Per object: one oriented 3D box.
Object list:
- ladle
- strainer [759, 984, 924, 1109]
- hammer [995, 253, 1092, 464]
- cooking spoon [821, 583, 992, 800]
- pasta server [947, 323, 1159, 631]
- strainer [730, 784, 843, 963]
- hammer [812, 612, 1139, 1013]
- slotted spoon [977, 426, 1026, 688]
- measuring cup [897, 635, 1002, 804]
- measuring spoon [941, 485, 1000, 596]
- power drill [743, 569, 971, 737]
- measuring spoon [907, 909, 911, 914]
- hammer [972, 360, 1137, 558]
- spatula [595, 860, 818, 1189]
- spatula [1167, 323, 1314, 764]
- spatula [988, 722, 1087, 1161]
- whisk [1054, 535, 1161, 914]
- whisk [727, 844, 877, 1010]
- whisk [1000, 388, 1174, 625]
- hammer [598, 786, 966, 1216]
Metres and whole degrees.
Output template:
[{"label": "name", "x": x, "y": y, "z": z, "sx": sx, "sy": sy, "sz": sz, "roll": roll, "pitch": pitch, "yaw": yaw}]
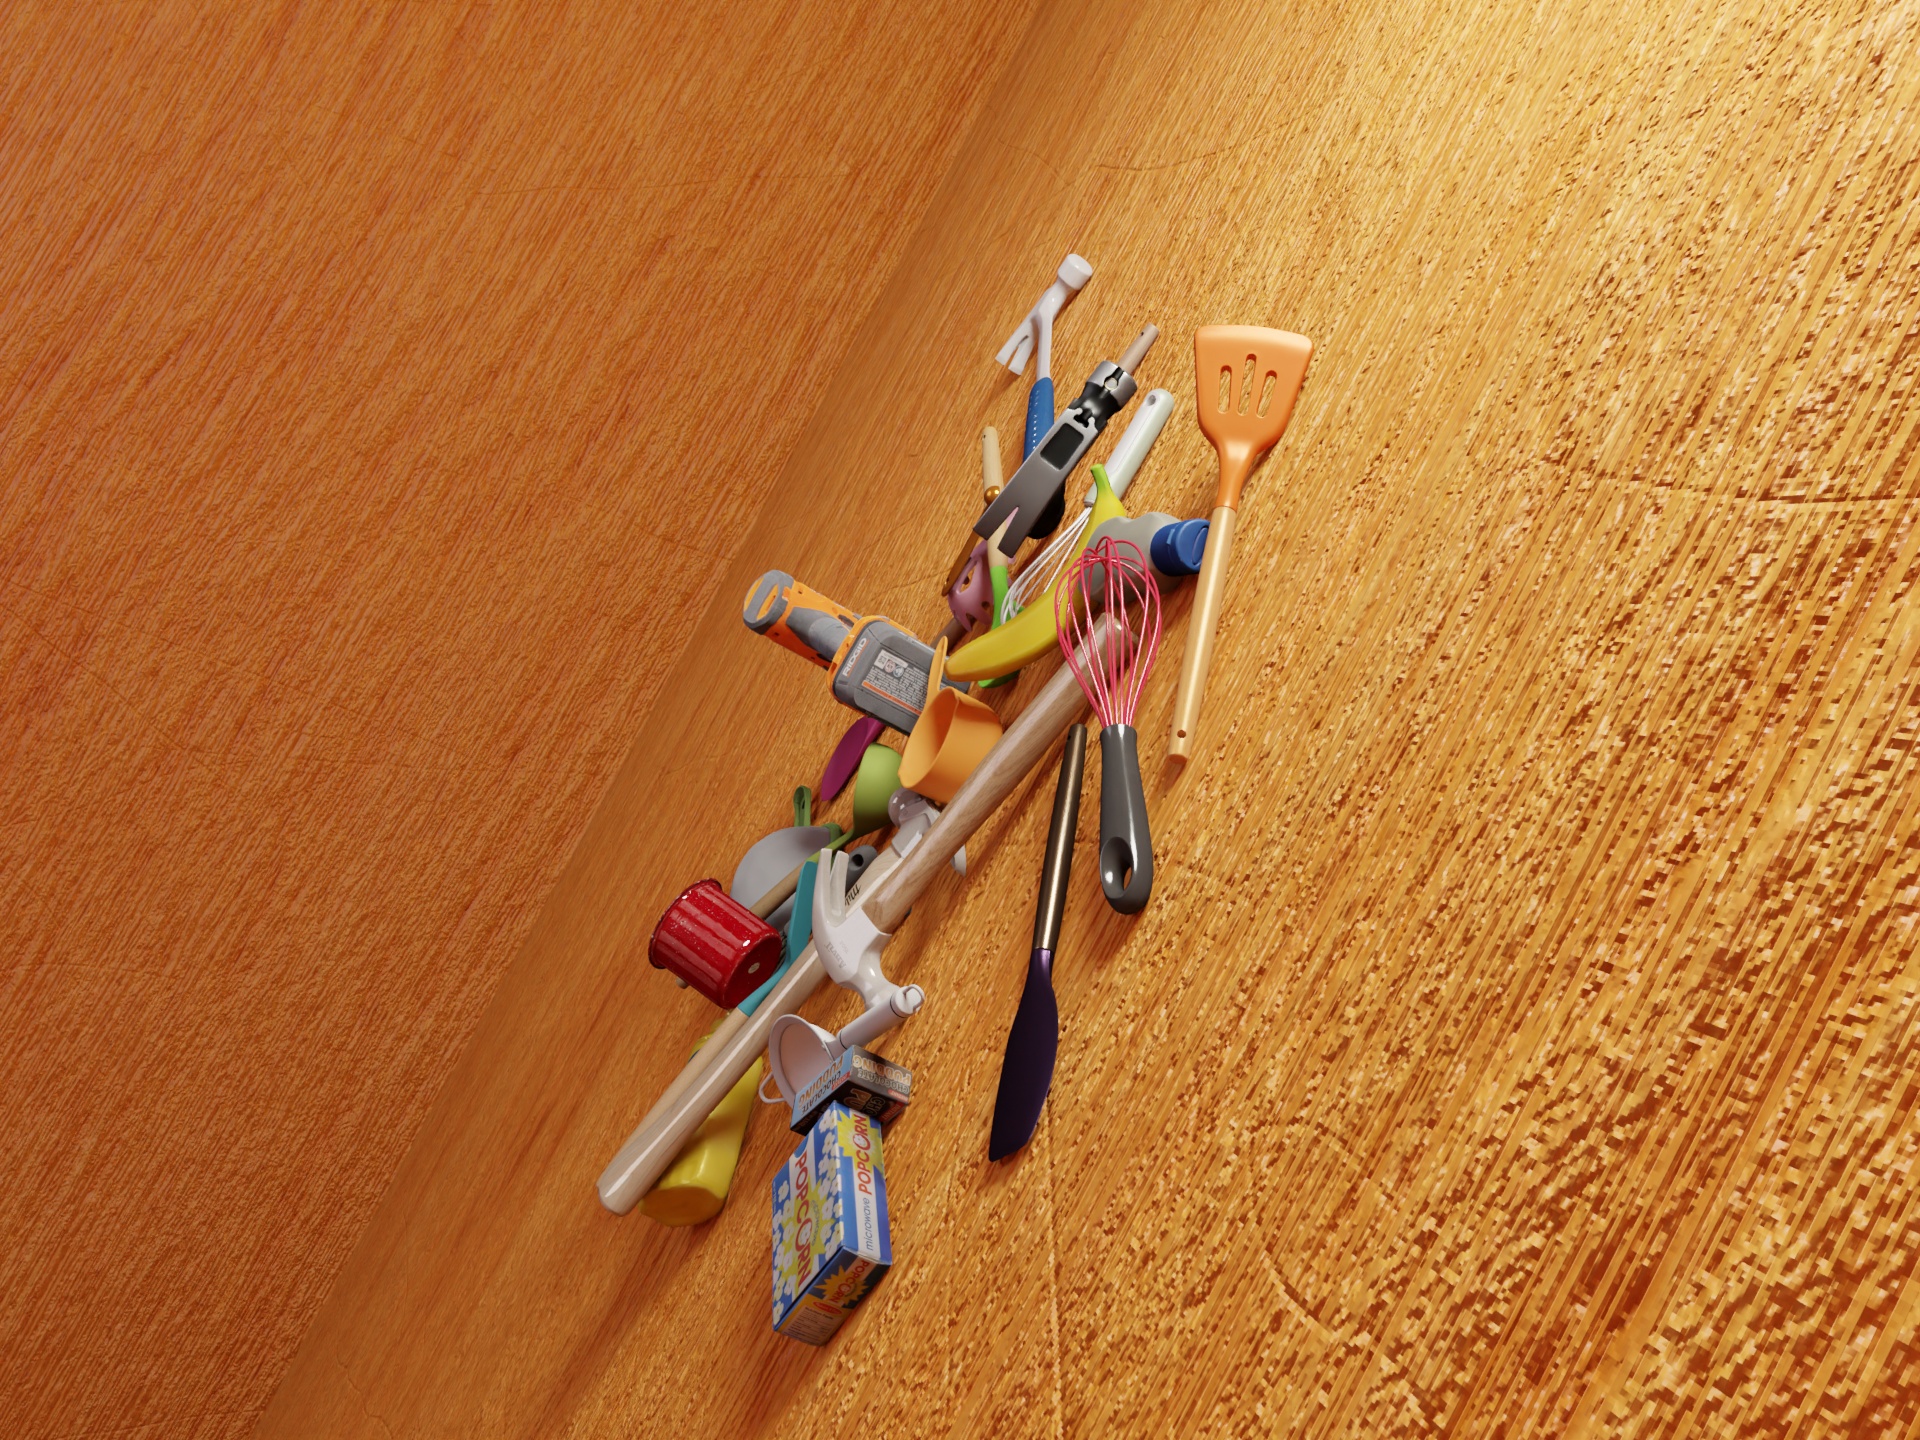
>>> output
[{"label": "ladle", "x": -0.159, "y": 0.137, "z": 1.426, "sx": 0.320, "sy": 0.062, "sz": 0.078, "roll": -42, "pitch": 3, "yaw": 21}, {"label": "strainer", "x": -0.078, "y": 0.227, "z": 1.120, "sx": 0.050, "sy": 0.087, "sz": 0.258, "roll": -20, "pitch": -14, "yaw": -34}, {"label": "hammer", "x": 0.081, "y": -0.340, "z": 1.625, "sx": 0.144, "sy": 0.035, "sz": 0.406, "roll": -49, "pitch": 20, "yaw": 33}, {"label": "cooking spoon", "x": -0.054, "y": -0.029, "z": 1.542, "sx": 0.318, "sy": 0.017, "sz": 0.069, "roll": -49, "pitch": 28, "yaw": 33}, {"label": "pasta server", "x": 0.084, "y": -0.220, "z": 1.427, "sx": 0.316, "sy": 0.040, "sz": 0.060, "roll": -54, "pitch": 43, "yaw": 2}, {"label": "strainer", "x": -0.179, "y": 0.127, "z": 1.562, "sx": 0.151, "sy": 0.069, "sz": 0.257, "roll": -53, "pitch": 20, "yaw": 23}, {"label": "hammer", "x": 0.009, "y": 0.057, "z": 1.134, "sx": 0.331, "sy": 0.031, "sz": 0.130, "roll": -51, "pitch": 57, "yaw": 11}, {"label": "slotted spoon", "x": 0.033, "y": -0.148, "z": 1.375, "sx": 0.070, "sy": 0.031, "sz": 0.314, "roll": -45, "pitch": 35, "yaw": 39}, {"label": "measuring cup", "x": -0.002, "y": -0.004, "z": 1.287, "sx": 0.095, "sy": 0.052, "sz": 0.174, "roll": -51, "pitch": 21, "yaw": 35}, {"label": "measuring spoon", "x": 0.006, "y": -0.158, "z": 1.399, "sx": 0.117, "sy": 0.011, "sz": 0.021, "roll": -61, "pitch": 23, "yaw": 29}, {"label": "power drill", "x": -0.086, "y": -0.057, "z": 1.451, "sx": 0.227, "sy": 0.164, "sz": 0.084, "roll": 32, "pitch": 93, "yaw": 53}, {"label": "measuring spoon", "x": -0.071, "y": 0.166, "z": 1.293, "sx": 0.128, "sy": 0.021, "sz": 0.042, "roll": -21, "pitch": 36, "yaw": 51}, {"label": "hammer", "x": 0.066, "y": -0.177, "z": 1.240, "sx": 0.146, "sy": 0.035, "sz": 0.335, "roll": -52, "pitch": -1, "yaw": -1}, {"label": "spatula", "x": -0.204, "y": 0.256, "z": 1.324, "sx": 0.317, "sy": 0.044, "sz": 0.082, "roll": -51, "pitch": -12, "yaw": -6}, {"label": "spatula", "x": 0.164, "y": -0.118, "z": 1.012, "sx": 0.041, "sy": 0.081, "sz": 0.323, "roll": 81, "pitch": -159, "yaw": -60}, {"label": "spatula", "x": 0.056, "y": 0.123, "z": 0.986, "sx": 0.059, "sy": 0.018, "sz": 0.316, "roll": -42, "pitch": 26, "yaw": 44}, {"label": "whisk", "x": 0.097, "y": -0.005, "z": 0.992, "sx": 0.073, "sy": 0.073, "sz": 0.296, "roll": -46, "pitch": 32, "yaw": 40}, {"label": "whisk", "x": -0.149, "y": 0.187, "z": 1.423, "sx": 0.239, "sy": 0.055, "sz": 0.055, "roll": -47, "pitch": 21, "yaw": 26}, {"label": "whisk", "x": 0.103, "y": -0.162, "z": 1.260, "sx": 0.058, "sy": 0.059, "sz": 0.246, "roll": 16, "pitch": 72, "yaw": 54}, {"label": "hammer", "x": -0.144, "y": 0.232, "z": 1.247, "sx": 0.410, "sy": 0.038, "sz": 0.146, "roll": -50, "pitch": 20, "yaw": 3}]
